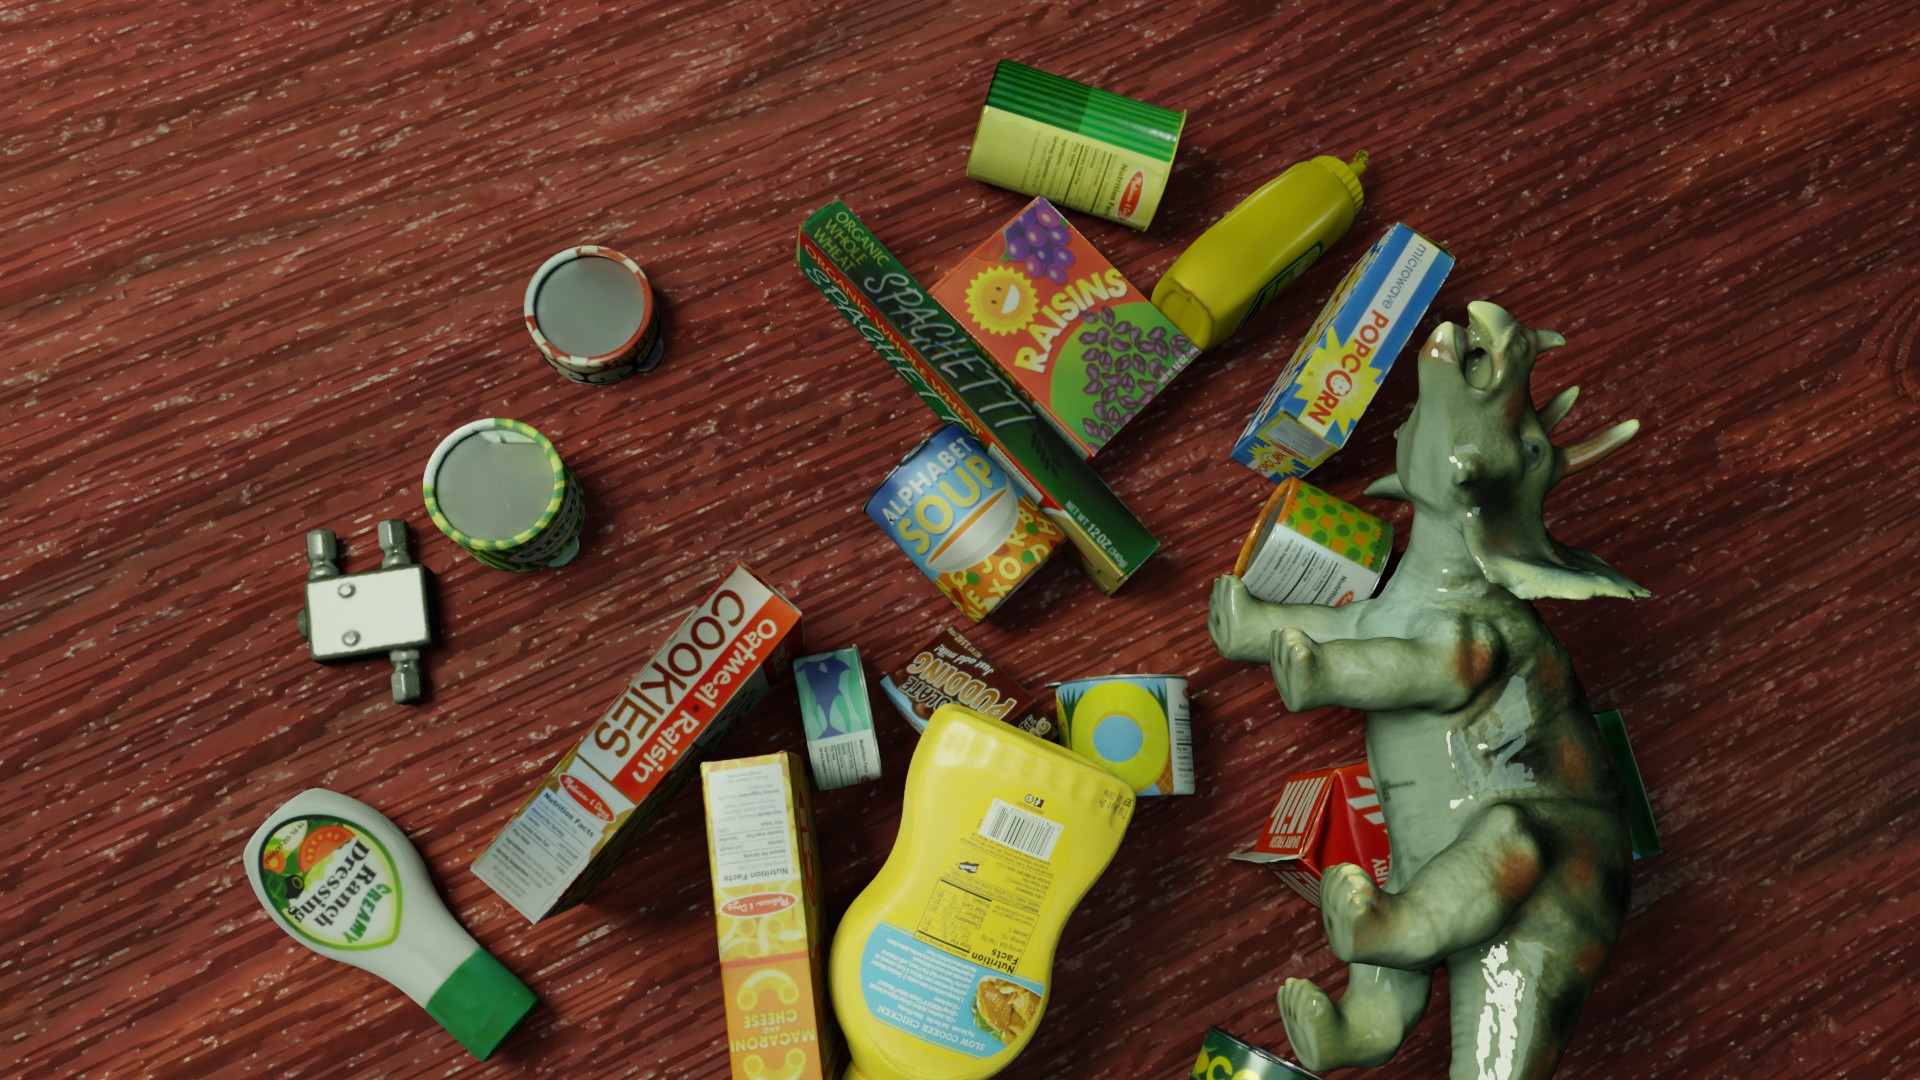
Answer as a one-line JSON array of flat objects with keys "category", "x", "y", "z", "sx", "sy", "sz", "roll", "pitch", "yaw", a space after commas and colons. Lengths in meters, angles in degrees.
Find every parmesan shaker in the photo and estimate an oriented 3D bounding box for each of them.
[{"category": "parmesan shaker", "x": 0.062, "y": -0.216, "z": 0.750, "sx": 0.103, "sy": 0.071, "sz": 0.071, "roll": 17, "pitch": 77, "yaw": -1}]

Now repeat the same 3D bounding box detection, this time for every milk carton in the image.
[{"category": "milk carton", "x": 0.233, "y": 0.139, "z": 0.690, "sx": 0.191, "sy": 0.072, "sz": 0.073, "roll": -10, "pitch": 79, "yaw": -8}]

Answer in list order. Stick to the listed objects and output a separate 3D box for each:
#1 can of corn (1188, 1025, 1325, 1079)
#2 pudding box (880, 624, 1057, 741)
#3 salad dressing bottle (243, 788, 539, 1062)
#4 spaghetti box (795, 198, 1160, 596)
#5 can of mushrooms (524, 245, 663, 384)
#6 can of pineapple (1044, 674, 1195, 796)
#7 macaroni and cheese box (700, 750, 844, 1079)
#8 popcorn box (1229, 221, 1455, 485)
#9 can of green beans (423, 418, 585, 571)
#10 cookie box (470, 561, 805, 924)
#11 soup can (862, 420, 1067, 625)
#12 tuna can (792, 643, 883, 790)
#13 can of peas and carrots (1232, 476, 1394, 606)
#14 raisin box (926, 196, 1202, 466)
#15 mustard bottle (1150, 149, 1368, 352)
[{"category": "can of corn", "x": 0.137, "y": 0.270, "z": 0.652, "sx": 0.071, "sy": 0.071, "sz": 0.058, "roll": 25, "pitch": 78, "yaw": 0}, {"category": "pudding box", "x": 0.003, "y": 0.082, "z": 0.676, "sx": 0.050, "sy": 0.084, "sz": 0.030, "roll": -38, "pitch": 126, "yaw": -11}, {"category": "salad dressing bottle", "x": -0.262, "y": 0.179, "z": 0.646, "sx": 0.148, "sy": 0.044, "sz": 0.064, "roll": 40, "pitch": 79, "yaw": 3}, {"category": "spaghetti box", "x": 0.005, "y": -0.074, "z": 0.724, "sx": 0.029, "sy": 0.050, "sz": 0.250, "roll": -41, "pitch": 84, "yaw": -14}, {"category": "can of mushrooms", "x": -0.189, "y": -0.116, "z": 0.723, "sx": 0.071, "sy": 0.033, "sz": 0.071, "roll": 1, "pitch": 77, "yaw": -5}, {"category": "can of pineapple", "x": 0.079, "y": 0.098, "z": 0.687, "sx": 0.071, "sy": 0.071, "sz": 0.058, "roll": -1, "pitch": 79, "yaw": -6}, {"category": "macaroni and cheese box", "x": -0.082, "y": 0.182, "z": 0.623, "sx": 0.040, "sy": 0.123, "sz": 0.166, "roll": -7, "pitch": 79, "yaw": -3}, {"category": "popcorn box", "x": 0.200, "y": -0.095, "z": 0.730, "sx": 0.038, "sy": 0.085, "sz": 0.127, "roll": 34, "pitch": 77, "yaw": 1}, {"category": "can of green beans", "x": -0.224, "y": -0.022, "z": 0.686, "sx": 0.071, "sy": 0.057, "sz": 0.071, "roll": 1, "pitch": 78, "yaw": -5}, {"category": "cookie box", "x": -0.139, "y": 0.092, "z": 0.637, "sx": 0.040, "sy": 0.122, "sz": 0.168, "roll": 40, "pitch": 77, "yaw": 2}, {"category": "soup can", "x": 0.002, "y": -0.009, "z": 0.699, "sx": 0.071, "sy": 0.071, "sz": 0.084, "roll": -44, "pitch": 85, "yaw": -12}, {"category": "tuna can", "x": -0.060, "y": 0.084, "z": 0.676, "sx": 0.033, "sy": 0.071, "sz": 0.071, "roll": -11, "pitch": 79, "yaw": -7}, {"category": "can of peas and carrots", "x": 0.181, "y": 0.007, "z": 0.718, "sx": 0.059, "sy": 0.071, "sz": 0.071, "roll": 27, "pitch": 77, "yaw": 1}, {"category": "raisin box", "x": 0.053, "y": -0.110, "z": 0.742, "sx": 0.086, "sy": 0.040, "sz": 0.123, "roll": -43, "pitch": 84, "yaw": -11}, {"category": "mustard bottle", "x": 0.173, "y": -0.167, "z": 0.755, "sx": 0.161, "sy": 0.065, "sz": 0.049, "roll": -41, "pitch": 81, "yaw": -16}]
